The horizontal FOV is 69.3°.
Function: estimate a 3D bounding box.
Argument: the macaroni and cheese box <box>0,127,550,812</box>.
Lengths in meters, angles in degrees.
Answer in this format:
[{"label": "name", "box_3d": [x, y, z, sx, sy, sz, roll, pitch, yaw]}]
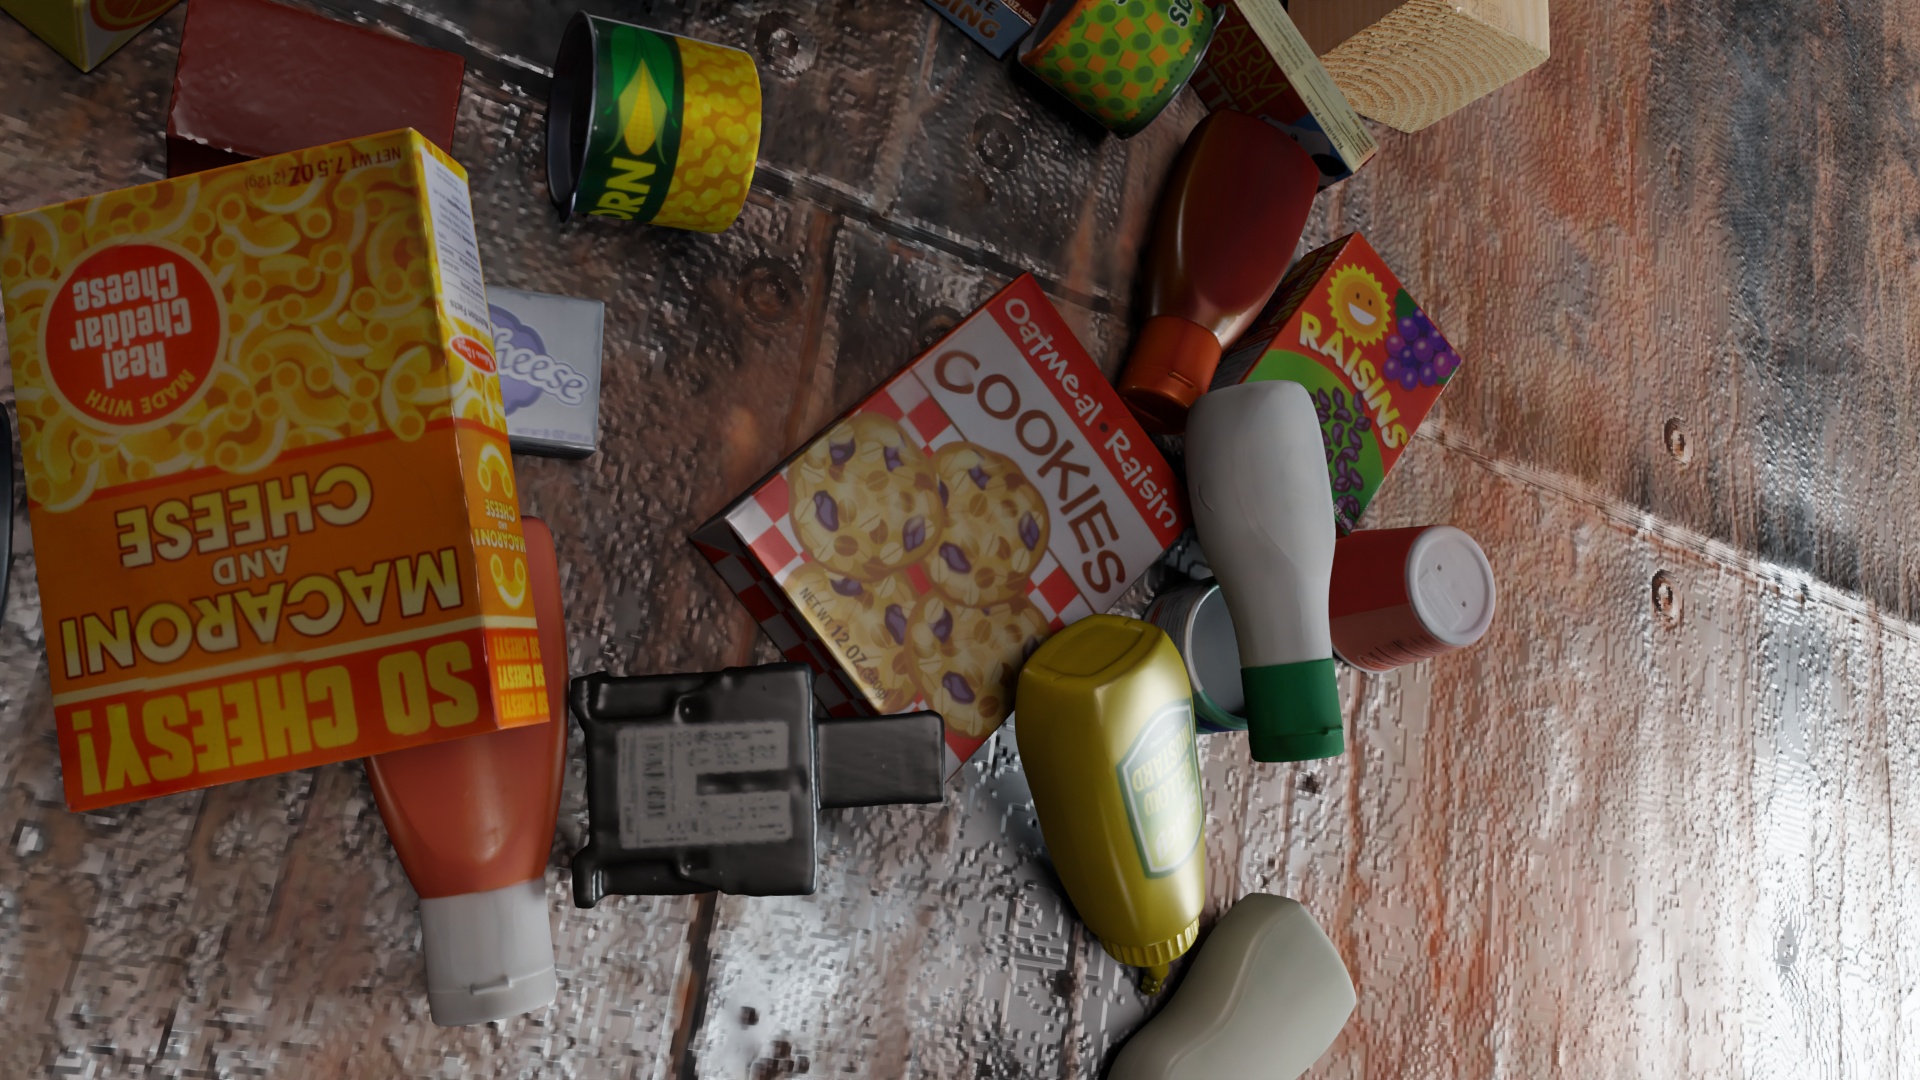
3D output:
[{"label": "macaroni and cheese box", "box_3d": [-0.191, -0.019, 0.391, 0.124, 0.040, 0.166, -11, 85, 4]}]

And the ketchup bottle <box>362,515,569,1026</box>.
[{"label": "ketchup bottle", "box_3d": [-0.150, 0.068, 0.425, 0.065, 0.043, 0.149, -6, 83, -18]}]

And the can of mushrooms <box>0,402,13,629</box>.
[{"label": "can of mushrooms", "box_3d": [-0.269, -0.002, 0.360, 0.033, 0.071, 0.071, 3, 78, -28]}]

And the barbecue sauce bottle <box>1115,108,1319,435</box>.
[{"label": "barbecue sauce bottle", "box_3d": [0.109, -0.117, 0.611, 0.065, 0.043, 0.149, 29, 67, -12]}]

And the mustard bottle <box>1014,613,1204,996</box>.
[{"label": "mustard bottle", "box_3d": [0.063, 0.108, 0.519, 0.065, 0.049, 0.159, -34, 120, -39]}]

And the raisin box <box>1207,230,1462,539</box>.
[{"label": "raisin box", "box_3d": [0.167, -0.069, 0.636, 0.086, 0.040, 0.124, 46, 63, -12]}]

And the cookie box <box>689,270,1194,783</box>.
[{"label": "cookie box", "box_3d": [0.002, -0.007, 0.529, 0.168, 0.040, 0.123, -43, 101, -29]}]

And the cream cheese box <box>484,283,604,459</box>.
[{"label": "cream cheese box", "box_3d": [-0.170, -0.057, 0.453, 0.104, 0.024, 0.053, 4, 77, -28]}]

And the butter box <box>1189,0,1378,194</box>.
[{"label": "butter box", "box_3d": [0.143, -0.208, 0.644, 0.024, 0.053, 0.103, -43, 101, -26]}]

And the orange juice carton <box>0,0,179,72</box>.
[{"label": "orange juice carton", "box_3d": [-0.231, -0.243, 0.430, 0.071, 0.073, 0.193, 41, 63, -16]}]

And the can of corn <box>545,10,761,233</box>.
[{"label": "can of corn", "box_3d": [-0.107, -0.141, 0.482, 0.058, 0.071, 0.071, 3, 78, -29]}]

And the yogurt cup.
[{"label": "yogurt cup", "box_3d": [0.202, 0.024, 0.626, 0.072, 0.054, 0.072, 6, 77, -27]}]

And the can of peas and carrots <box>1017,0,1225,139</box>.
[{"label": "can of peas and carrots", "box_3d": [0.067, -0.217, 0.593, 0.058, 0.070, 0.071, 31, 66, -20]}]

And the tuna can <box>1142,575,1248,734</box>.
[{"label": "tuna can", "box_3d": [0.112, 0.048, 0.583, 0.071, 0.032, 0.071, 6, 76, -28]}]

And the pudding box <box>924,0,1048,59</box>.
[{"label": "pudding box", "box_3d": [0.001, -0.251, 0.587, 0.083, 0.030, 0.050, 32, 65, -20]}]

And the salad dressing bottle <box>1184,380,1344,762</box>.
[{"label": "salad dressing bottle", "box_3d": [0.124, 0.013, 0.552, 0.064, 0.044, 0.147, -1, 81, -40]}]

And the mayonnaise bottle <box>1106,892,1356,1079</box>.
[{"label": "mayonnaise bottle", "box_3d": [0.091, 0.206, 0.533, 0.149, 0.041, 0.064, -39, 106, -29]}]
